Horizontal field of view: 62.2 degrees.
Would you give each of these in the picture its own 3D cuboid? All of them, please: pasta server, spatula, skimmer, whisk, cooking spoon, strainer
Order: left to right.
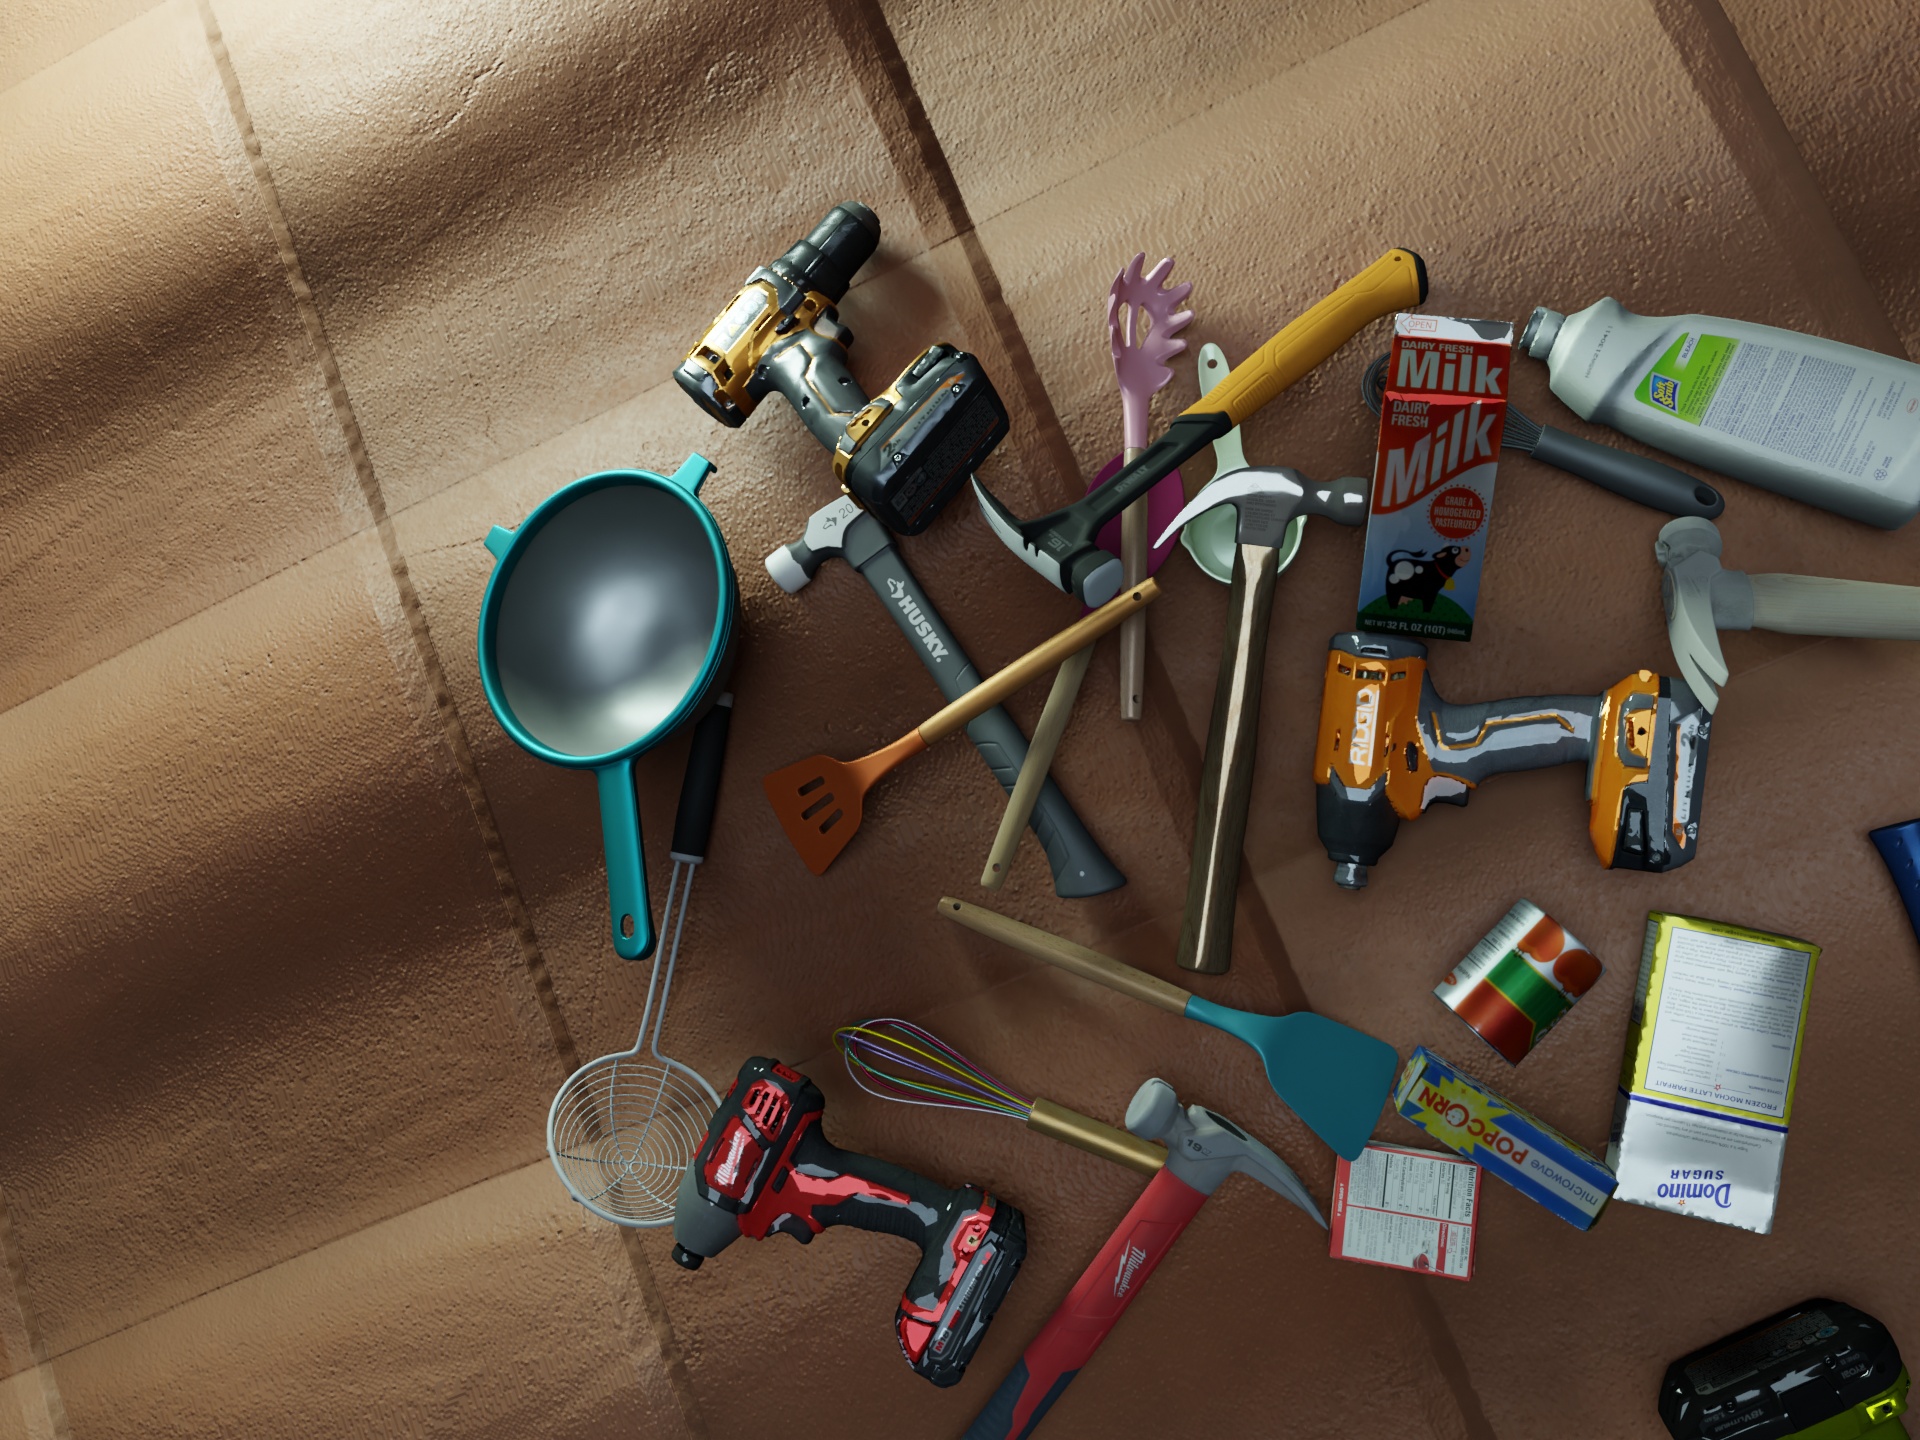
[{"bbox_3d":[-0.218,-0.002,1.100,0.211,0.095,0.340,-15,74,22],"label":"strainer"},{"bbox_3d":[-0.195,0.157,1.098,0.127,0.090,0.363,12,85,-19],"label":"skimmer"},{"bbox_3d":[-0.002,-0.003,1.062,0.322,0.041,0.081,-33,83,17],"label":"spatula"},{"bbox_3d":[0.027,0.255,1.067,0.245,0.051,0.047,20,111,10],"label":"whisk"},{"bbox_3d":[0.076,-0.036,1.062,0.069,0.017,0.319,21,79,1],"label":"cooking spoon"},{"bbox_3d":[0.120,-0.156,1.061,0.060,0.040,0.316,6,78,-20],"label":"pasta server"},{"bbox_3d":[0.126,0.184,1.048,0.318,0.044,0.082,21,64,21],"label":"spatula"},{"bbox_3d":[0.372,-0.181,1.020,0.239,0.055,0.055,24,91,9],"label":"whisk"}]

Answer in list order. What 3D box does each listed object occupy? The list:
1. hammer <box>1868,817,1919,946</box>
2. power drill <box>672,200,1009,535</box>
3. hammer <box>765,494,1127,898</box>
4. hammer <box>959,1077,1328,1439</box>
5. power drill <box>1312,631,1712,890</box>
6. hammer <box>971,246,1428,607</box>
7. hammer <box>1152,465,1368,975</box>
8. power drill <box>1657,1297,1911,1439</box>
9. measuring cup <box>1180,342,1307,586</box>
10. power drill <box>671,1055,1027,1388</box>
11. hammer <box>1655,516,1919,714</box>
[{"bbox_3d":[0.626,0.253,0.925,0.144,0.035,0.406,-17,82,12],"label":"hammer"},{"bbox_3d":[-0.070,-0.251,1.095,0.226,0.084,0.185,38,86,29],"label":"power drill"},{"bbox_3d":[0.010,-0.021,1.094,0.146,0.035,0.335,-36,79,9],"label":"hammer"},{"bbox_3d":[0.073,0.423,1.032,0.143,0.038,0.386,34,97,-4],"label":"hammer"},{"bbox_3d":[0.335,0.036,0.992,0.226,0.084,0.164,7,88,18],"label":"power drill"},{"bbox_3d":[0.166,-0.205,1.020,0.337,0.034,0.127,-38,53,-13],"label":"hammer"},{"bbox_3d":[0.175,0.001,1.029,0.130,0.031,0.331,8,96,8],"label":"hammer"},{"bbox_3d":[0.506,0.475,0.915,0.190,0.080,0.228,-29,82,9],"label":"power drill"},{"bbox_3d":[0.182,-0.169,1.066,0.083,0.038,0.168,-11,81,12],"label":"measuring cup"},{"bbox_3d":[-0.077,0.331,1.038,0.219,0.078,0.143,29,84,5],"label":"power drill"},{"bbox_3d":[0.627,-0.049,0.920,0.410,0.038,0.146,5,45,9],"label":"hammer"}]
